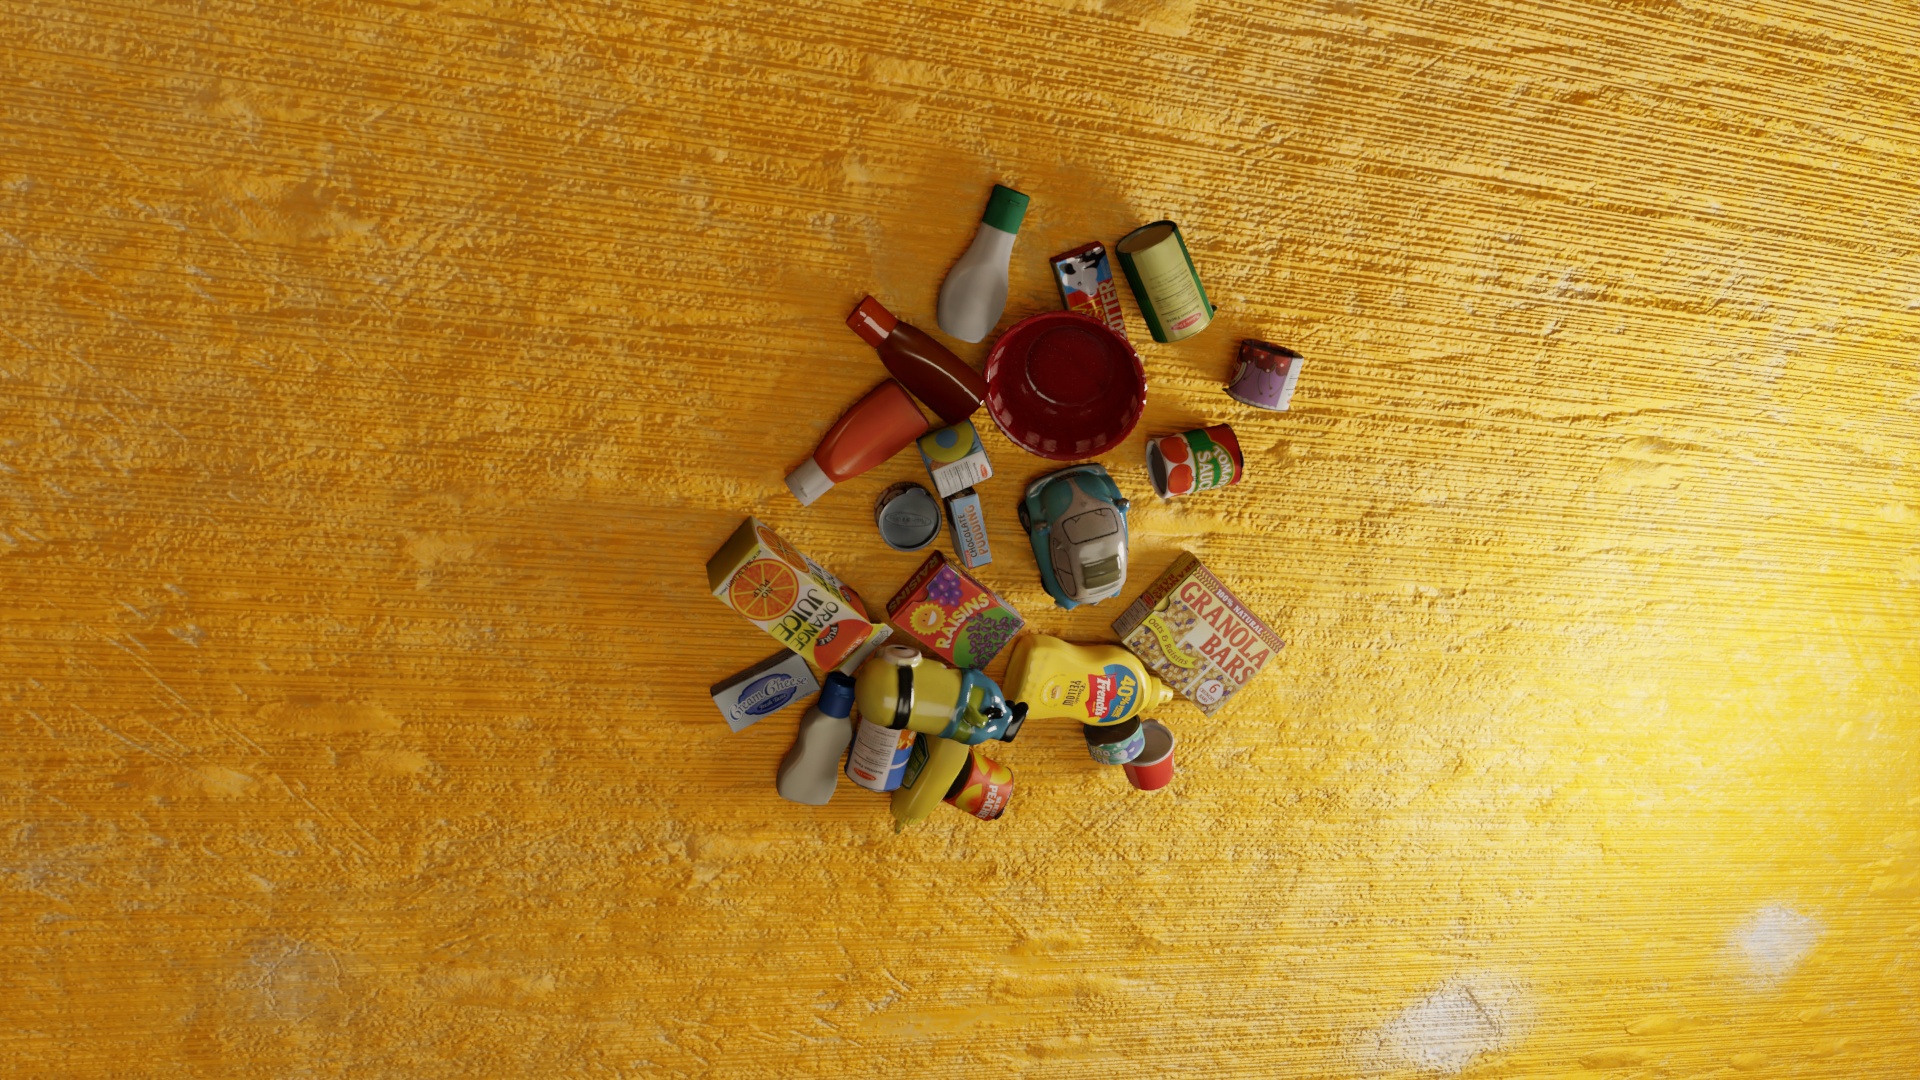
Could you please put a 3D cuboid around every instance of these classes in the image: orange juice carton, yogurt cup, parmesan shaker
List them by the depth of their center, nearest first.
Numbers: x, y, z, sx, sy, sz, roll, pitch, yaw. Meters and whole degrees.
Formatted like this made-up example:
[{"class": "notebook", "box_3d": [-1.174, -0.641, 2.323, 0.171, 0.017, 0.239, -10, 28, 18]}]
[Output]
[{"class": "parmesan shaker", "box_3d": [0.203, -0.257, 1.369, 0.071, 0.071, 0.102, -29, 117, -1]}, {"class": "orange juice carton", "box_3d": [-0.160, 0.065, 1.410, 0.192, 0.073, 0.071, 39, 99, -27]}, {"class": "yogurt cup", "box_3d": [0.216, 0.251, 1.604, 0.072, 0.073, 0.053, -20, 125, -6]}]

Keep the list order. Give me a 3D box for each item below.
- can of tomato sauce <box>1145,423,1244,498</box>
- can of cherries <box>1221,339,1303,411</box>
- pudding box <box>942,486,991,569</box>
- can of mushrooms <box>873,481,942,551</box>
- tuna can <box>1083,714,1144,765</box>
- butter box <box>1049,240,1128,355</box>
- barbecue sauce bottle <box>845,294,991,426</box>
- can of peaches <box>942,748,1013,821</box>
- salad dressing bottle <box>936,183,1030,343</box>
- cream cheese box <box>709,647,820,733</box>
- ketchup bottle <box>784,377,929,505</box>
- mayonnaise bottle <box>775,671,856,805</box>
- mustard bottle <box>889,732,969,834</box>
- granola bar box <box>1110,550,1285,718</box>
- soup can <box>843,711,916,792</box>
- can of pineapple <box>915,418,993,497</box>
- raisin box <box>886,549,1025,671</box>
[{"class": "can of tomato sauce", "box_3d": [0.245, -0.082, 1.456, 0.083, 0.071, 0.071, -12, 116, -9]}, {"class": "can of cherries", "box_3d": [0.313, -0.172, 1.438, 0.071, 0.072, 0.058, 6, 112, -18]}, {"class": "pudding box", "box_3d": [0.005, -0.018, 1.431, 0.030, 0.050, 0.083, -17, 117, -9]}, {"class": "can of mushrooms", "box_3d": [-0.053, -0.027, 1.420, 0.071, 0.033, 0.070, -6, 115, -12]}, {"class": "tuna can", "box_3d": [0.173, 0.223, 1.575, 0.071, 0.071, 0.032, -20, 118, -6]}, {"class": "butter box", "box_3d": [0.128, -0.240, 1.379, 0.053, 0.024, 0.103, -22, 117, -4]}, {"class": "barbecue sauce bottle", "box_3d": [-0.043, -0.175, 1.337, 0.148, 0.064, 0.044, 39, 55, -14]}, {"class": "can of peaches", "box_3d": [0.017, 0.274, 1.554, 0.058, 0.071, 0.071, 31, 103, -24]}, {"class": "salad dressing bottle", "box_3d": [0.024, -0.265, 1.329, 0.064, 0.044, 0.147, 16, 107, -19]}, {"class": "cream cheese box", "box_3d": [-0.206, 0.156, 1.466, 0.104, 0.024, 0.053, -27, 116, -2]}, {"class": "ketchup bottle", "box_3d": [-0.106, -0.093, 1.370, 0.149, 0.044, 0.064, -38, 115, 4]}, {"class": "mayonnaise bottle", "box_3d": [-0.149, 0.214, 1.499, 0.065, 0.041, 0.147, 15, 108, -22]}, {"class": "mustard bottle", "box_3d": [-0.042, 0.267, 1.540, 0.049, 0.065, 0.159, 16, 112, -26]}, {"class": "granola bar box", "box_3d": [0.269, 0.108, 1.566, 0.124, 0.039, 0.165, -46, 117, 7]}, {"class": "soup can", "box_3d": [-0.083, 0.218, 1.506, 0.071, 0.071, 0.083, 10, 110, -19]}, {"class": "can of pineapple", "box_3d": [-0.007, -0.084, 1.390, 0.058, 0.071, 0.070, -24, 118, -3]}, {"class": "raisin box", "box_3d": [-0.005, 0.080, 1.478, 0.123, 0.040, 0.086, 38, 100, -26]}]
